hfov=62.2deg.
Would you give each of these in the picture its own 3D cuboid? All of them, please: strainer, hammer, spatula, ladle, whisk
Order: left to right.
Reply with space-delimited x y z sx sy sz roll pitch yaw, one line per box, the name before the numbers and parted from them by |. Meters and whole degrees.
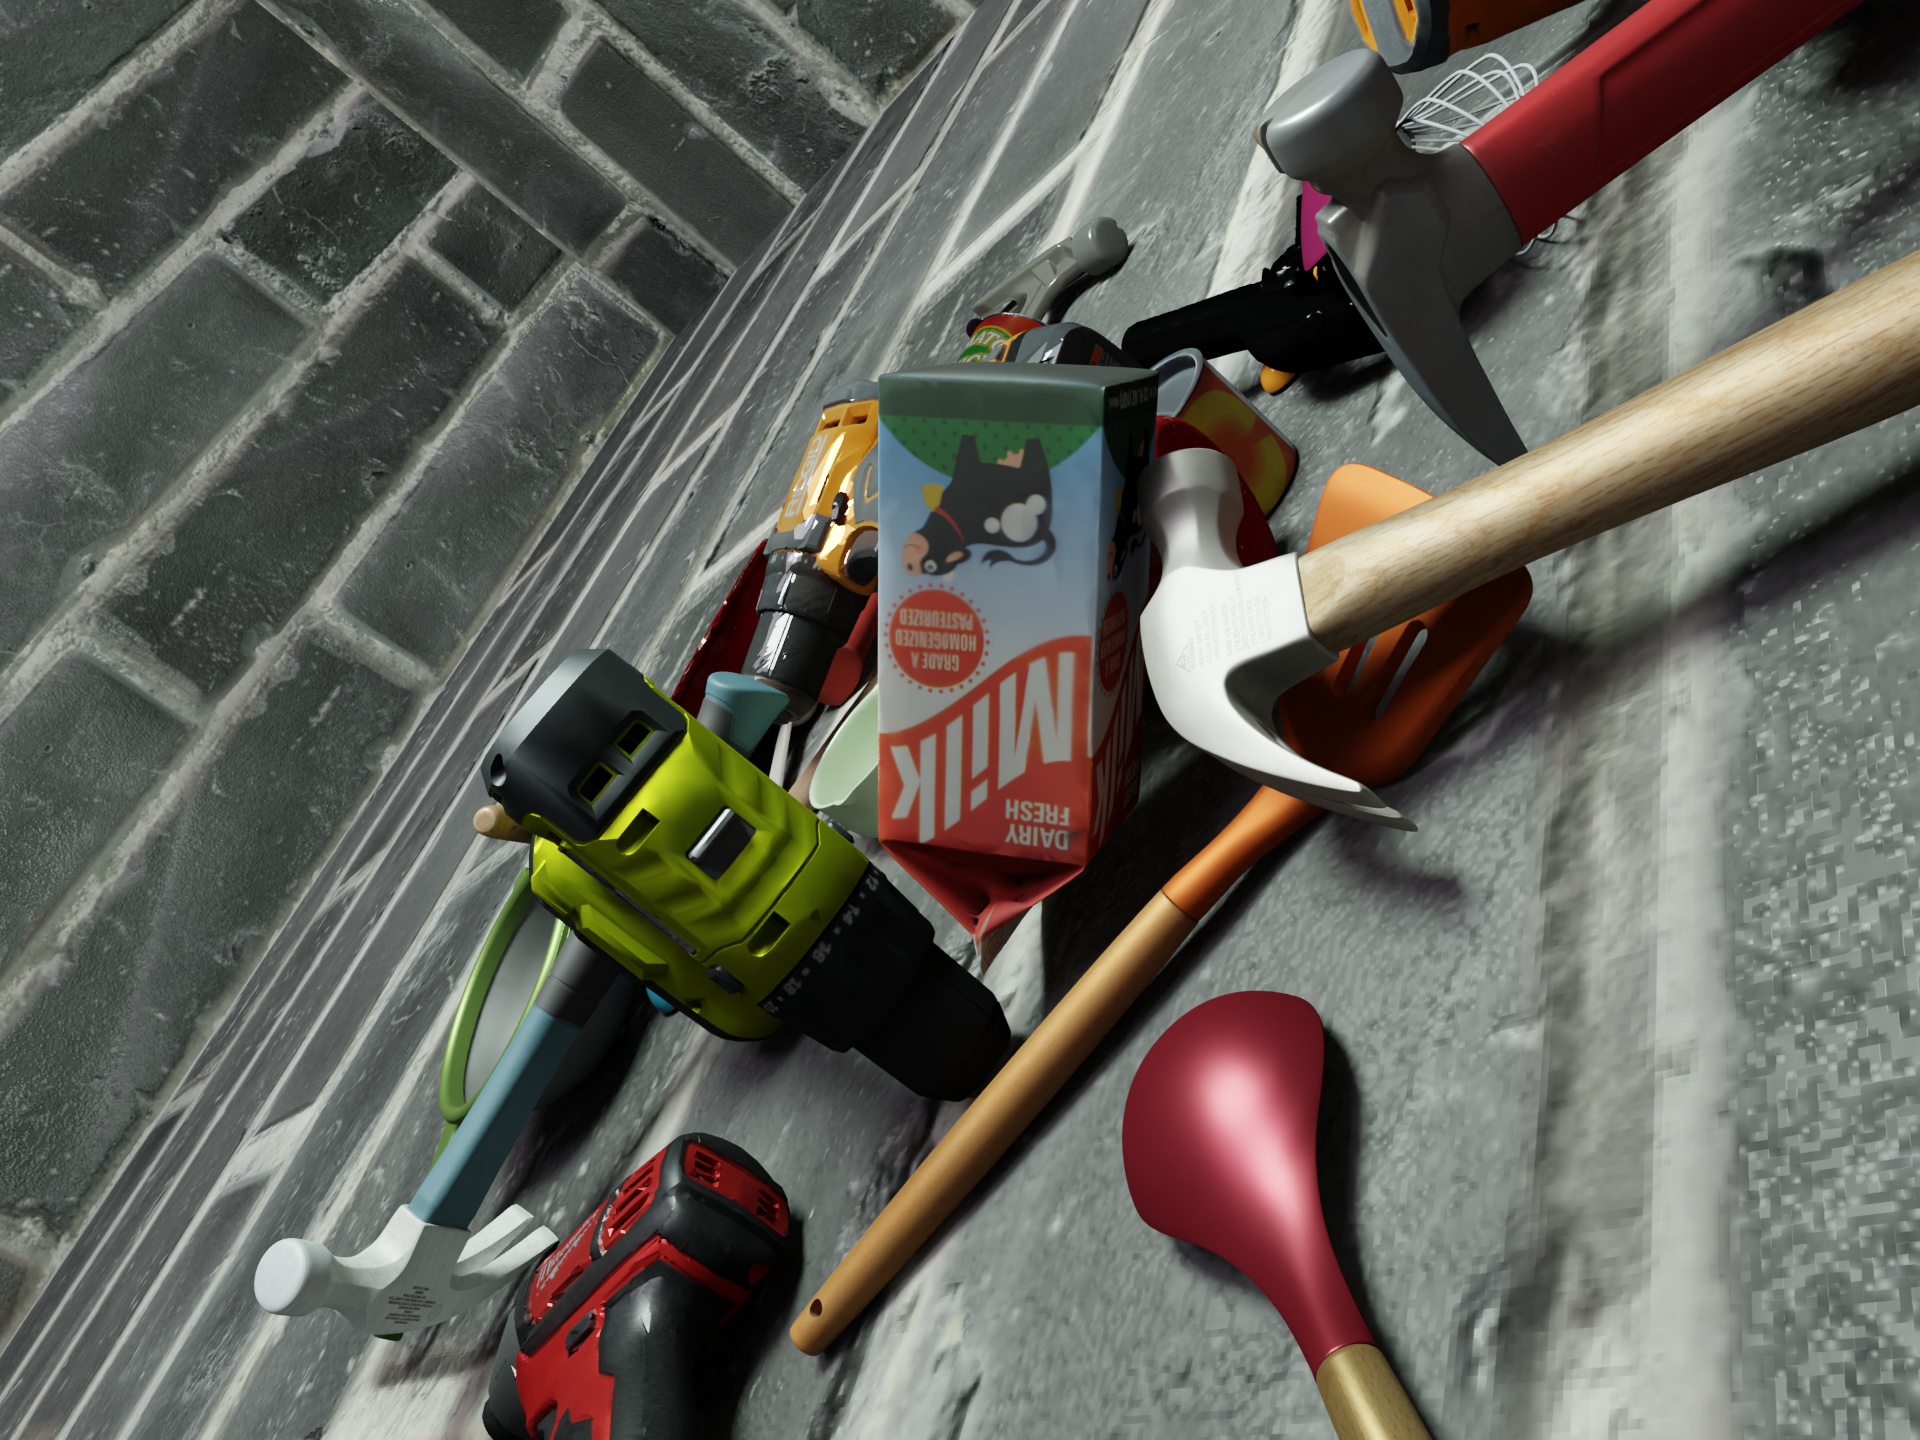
strainer | -0.230 0.198 0.834 0.151 0.069 0.256 -11 58 60
hammer | -0.175 0.121 0.719 0.033 0.128 0.331 23 79 35
spatula | -0.169 0.053 0.809 0.082 0.044 0.317 -51 -14 3
hammer | -0.013 -0.159 0.981 0.149 0.036 0.359 -18 39 56
spatula | 0.045 0.070 0.476 0.322 0.041 0.081 -51 44 8
ladle | 0.083 0.144 0.301 0.069 0.031 0.316 -48 23 12
whisk | 0.188 -0.240 0.665 0.070 0.070 0.285 -47 16 14
hammer | 0.182 -0.070 0.368 0.331 0.031 0.130 -26 54 35
hammer | 0.275 -0.221 0.420 0.386 0.143 0.038 -36 25 12

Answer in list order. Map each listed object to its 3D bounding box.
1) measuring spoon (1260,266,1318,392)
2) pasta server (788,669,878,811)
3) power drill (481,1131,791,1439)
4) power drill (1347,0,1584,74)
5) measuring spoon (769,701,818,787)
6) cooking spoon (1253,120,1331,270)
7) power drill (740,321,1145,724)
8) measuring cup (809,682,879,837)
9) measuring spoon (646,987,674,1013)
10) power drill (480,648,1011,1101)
measuring spoon | 0.149 -0.187 0.718 0.021 0.011 0.117 -32 29 43
pasta server | -0.017 -0.056 0.821 0.316 0.040 0.060 -53 38 1
power drill | -0.119 0.244 0.498 0.143 0.078 0.220 -46 19 16
power drill | 0.253 -0.293 0.549 0.164 0.084 0.227 -25 18 -5
measuring spoon | -0.095 0.022 0.897 0.034 0.018 0.124 -54 22 41
cooking spoon | 0.151 -0.248 0.698 0.319 0.017 0.068 -79 15 -66
power drill | -0.021 -0.087 0.765 0.226 0.084 0.185 -1 65 52
measuring cup | -0.001 -0.002 0.701 0.167 0.038 0.083 -34 27 36
measuring spoon | -0.168 0.129 0.858 0.042 0.021 0.129 -58 21 -16
power drill | -0.084 0.069 0.592 0.080 0.190 0.228 -53 6 -17
